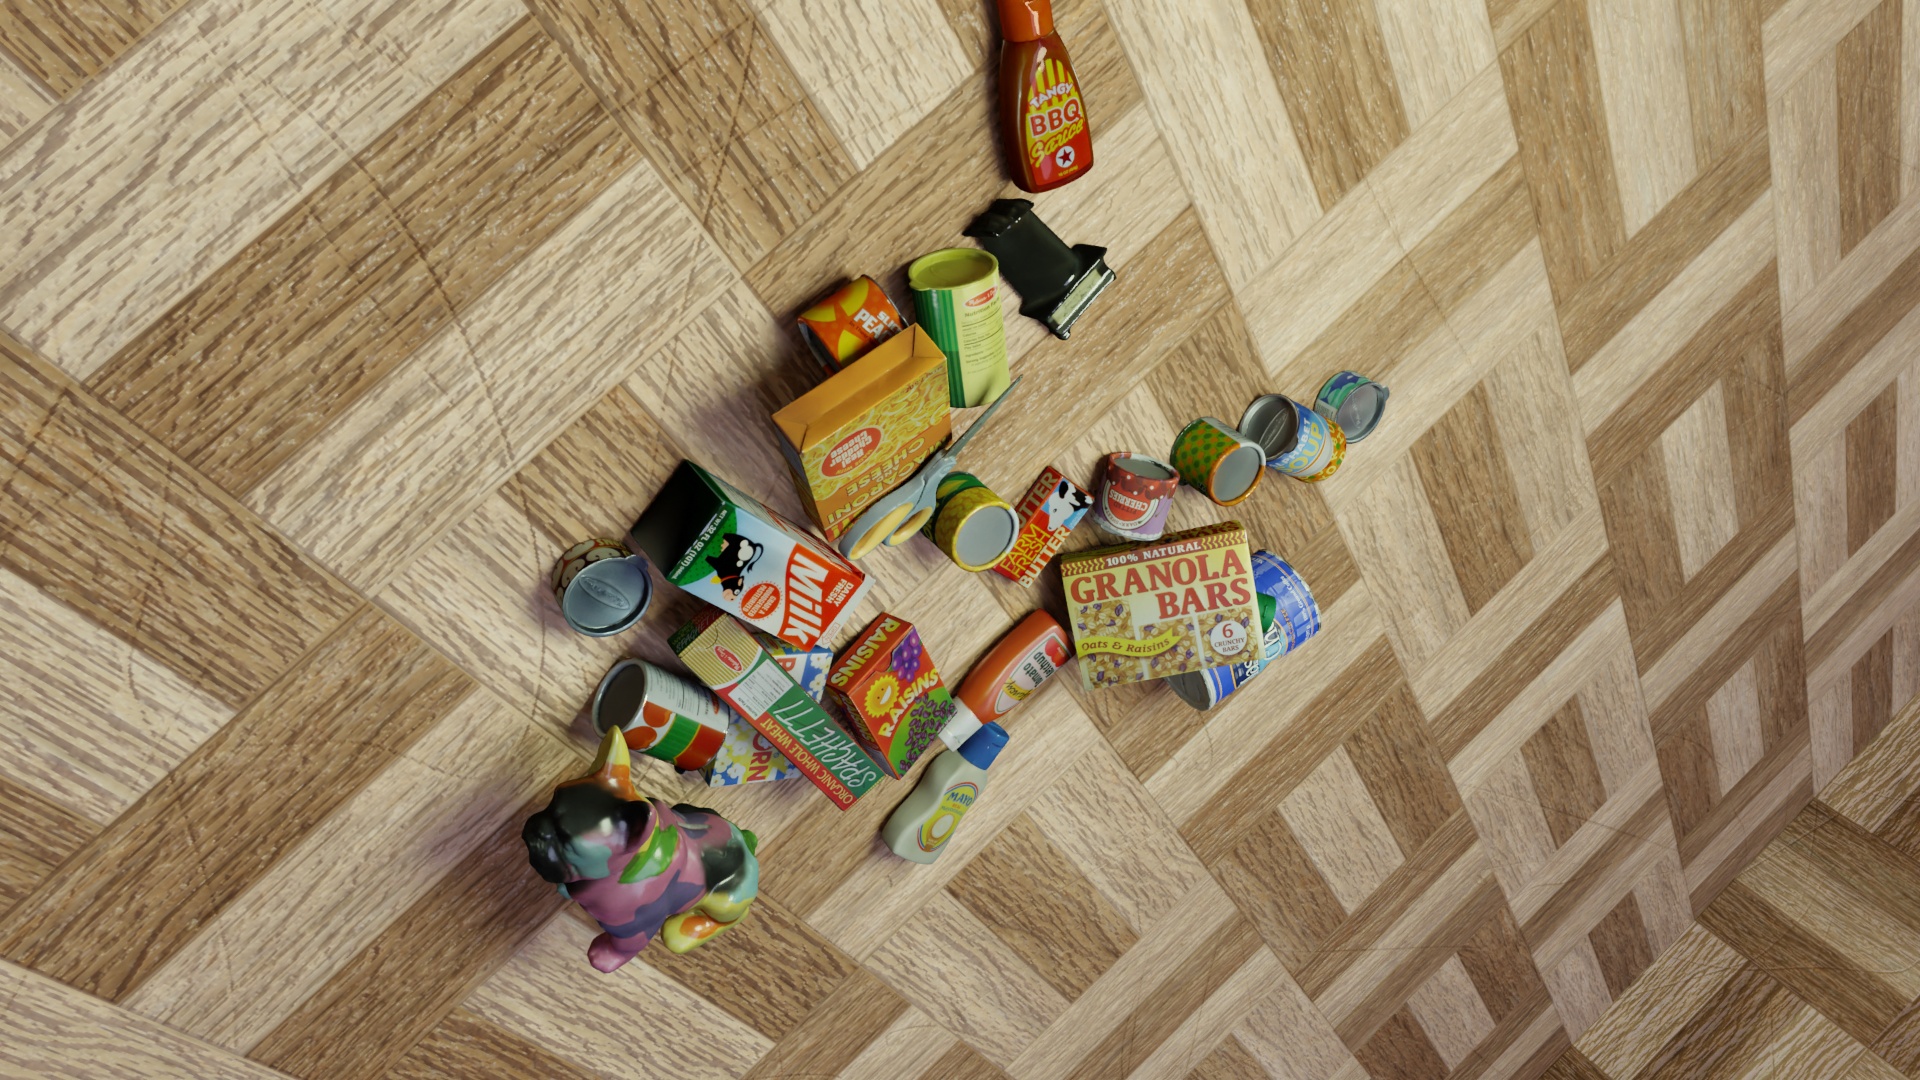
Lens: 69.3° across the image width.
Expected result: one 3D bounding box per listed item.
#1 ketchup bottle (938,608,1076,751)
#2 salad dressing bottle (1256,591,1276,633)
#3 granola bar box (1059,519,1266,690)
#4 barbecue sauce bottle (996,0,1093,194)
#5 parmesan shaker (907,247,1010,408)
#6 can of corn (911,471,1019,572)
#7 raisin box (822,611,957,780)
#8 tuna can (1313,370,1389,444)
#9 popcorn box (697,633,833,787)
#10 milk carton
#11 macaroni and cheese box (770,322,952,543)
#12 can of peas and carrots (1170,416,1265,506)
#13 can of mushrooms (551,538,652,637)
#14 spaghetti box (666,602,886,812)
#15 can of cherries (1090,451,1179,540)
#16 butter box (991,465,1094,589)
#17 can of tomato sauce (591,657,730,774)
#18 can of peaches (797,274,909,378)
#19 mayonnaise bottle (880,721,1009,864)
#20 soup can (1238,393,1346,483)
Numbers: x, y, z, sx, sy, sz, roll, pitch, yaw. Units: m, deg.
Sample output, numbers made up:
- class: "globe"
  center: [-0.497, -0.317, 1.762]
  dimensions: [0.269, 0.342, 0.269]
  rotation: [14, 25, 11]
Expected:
- class: "ketchup bottle"
  center: [0.036, 0.130, 1.267]
  dimensions: [0.149, 0.044, 0.064]
  rotation: [-41, 139, -6]
- class: "salad dressing bottle"
  center: [0.218, 0.051, 1.292]
  dimensions: [0.148, 0.044, 0.064]
  rotation: [15, 82, -1]
- class: "granola bar box"
  center: [0.181, 0.058, 1.249]
  dimensions: [0.165, 0.039, 0.124]
  rotation: [-11, 103, 5]
- class: "barbecue sauce bottle"
  center: [0.055, -0.328, 0.994]
  dimensions: [0.065, 0.044, 0.147]
  rotation: [-28, 130, -17]
- class: "parmesan shaker"
  center: [-0.002, -0.158, 1.044]
  dimensions: [0.071, 0.071, 0.102]
  rotation: [-24, 130, -21]
- class: "can of corn"
  center: [0.004, -0.014, 1.144]
  dimensions: [0.071, 0.058, 0.070]
  rotation: [-18, 126, -26]
- class: "raisin box"
  center: [-0.059, 0.134, 1.191]
  dimensions: [0.086, 0.040, 0.123]
  rotation: [-47, 136, -24]
- class: "tuna can"
  center: [0.381, -0.132, 1.354]
  dimensions: [0.071, 0.033, 0.070]
  rotation: [-18, 126, -26]
- class: "popcorn box"
  center: [-0.162, 0.137, 1.136]
  dimensions: [0.085, 0.038, 0.126]
  rotation: [0, 117, -36]
- class: "milk carton"
  center: [-0.146, 0.022, 1.051]
  dimensions: [0.190, 0.073, 0.072]
  rotation: [33, 96, -43]
- class: "macaroni and cheese box"
  center: [-0.066, -0.075, 1.019]
  dimensions: [0.124, 0.040, 0.166]
  rotation: [-34, 162, -11]
- class: "can of peas and carrots"
  center: [0.235, -0.070, 1.272]
  dimensions: [0.071, 0.059, 0.070]
  rotation: [-17, 126, -25]
- class: "can of mushrooms"
  center: [-0.258, 0.032, 1.006]
  dimensions: [0.071, 0.033, 0.070]
  rotation: [-17, 126, -25]
- class: "spaghetti box"
  center: [-0.140, 0.137, 1.103]
  dimensions: [0.050, 0.029, 0.249]
  rotation: [-42, 133, -6]
- class: "can of cherries"
  center: [0.154, -0.039, 1.226]
  dimensions: [0.071, 0.071, 0.058]
  rotation: [-1, 118, -35]
- class: "butter box"
  center: [0.067, -0.010, 1.215]
  dimensions: [0.053, 0.024, 0.103]
  rotation: [33, 96, -44]
- class: "can of tomato sauce"
  center: [-0.231, 0.135, 1.067]
  dimensions: [0.083, 0.071, 0.071]
  rotation: [32, 97, -42]
- class: "can of peaches"
  center: [-0.075, -0.148, 0.997]
  dimensions: [0.058, 0.071, 0.071]
  rotation: [-35, 132, -11]
- class: "mayonnaise bottle"
  center: [-0.010, 0.233, 1.301]
  dimensions: [0.064, 0.041, 0.148]
  rotation: [29, 100, -42]
- class: "soup can"
  center: [0.314, -0.093, 1.305]
  dimensions: [0.084, 0.071, 0.071]
  rotation: [18, 107, -41]
